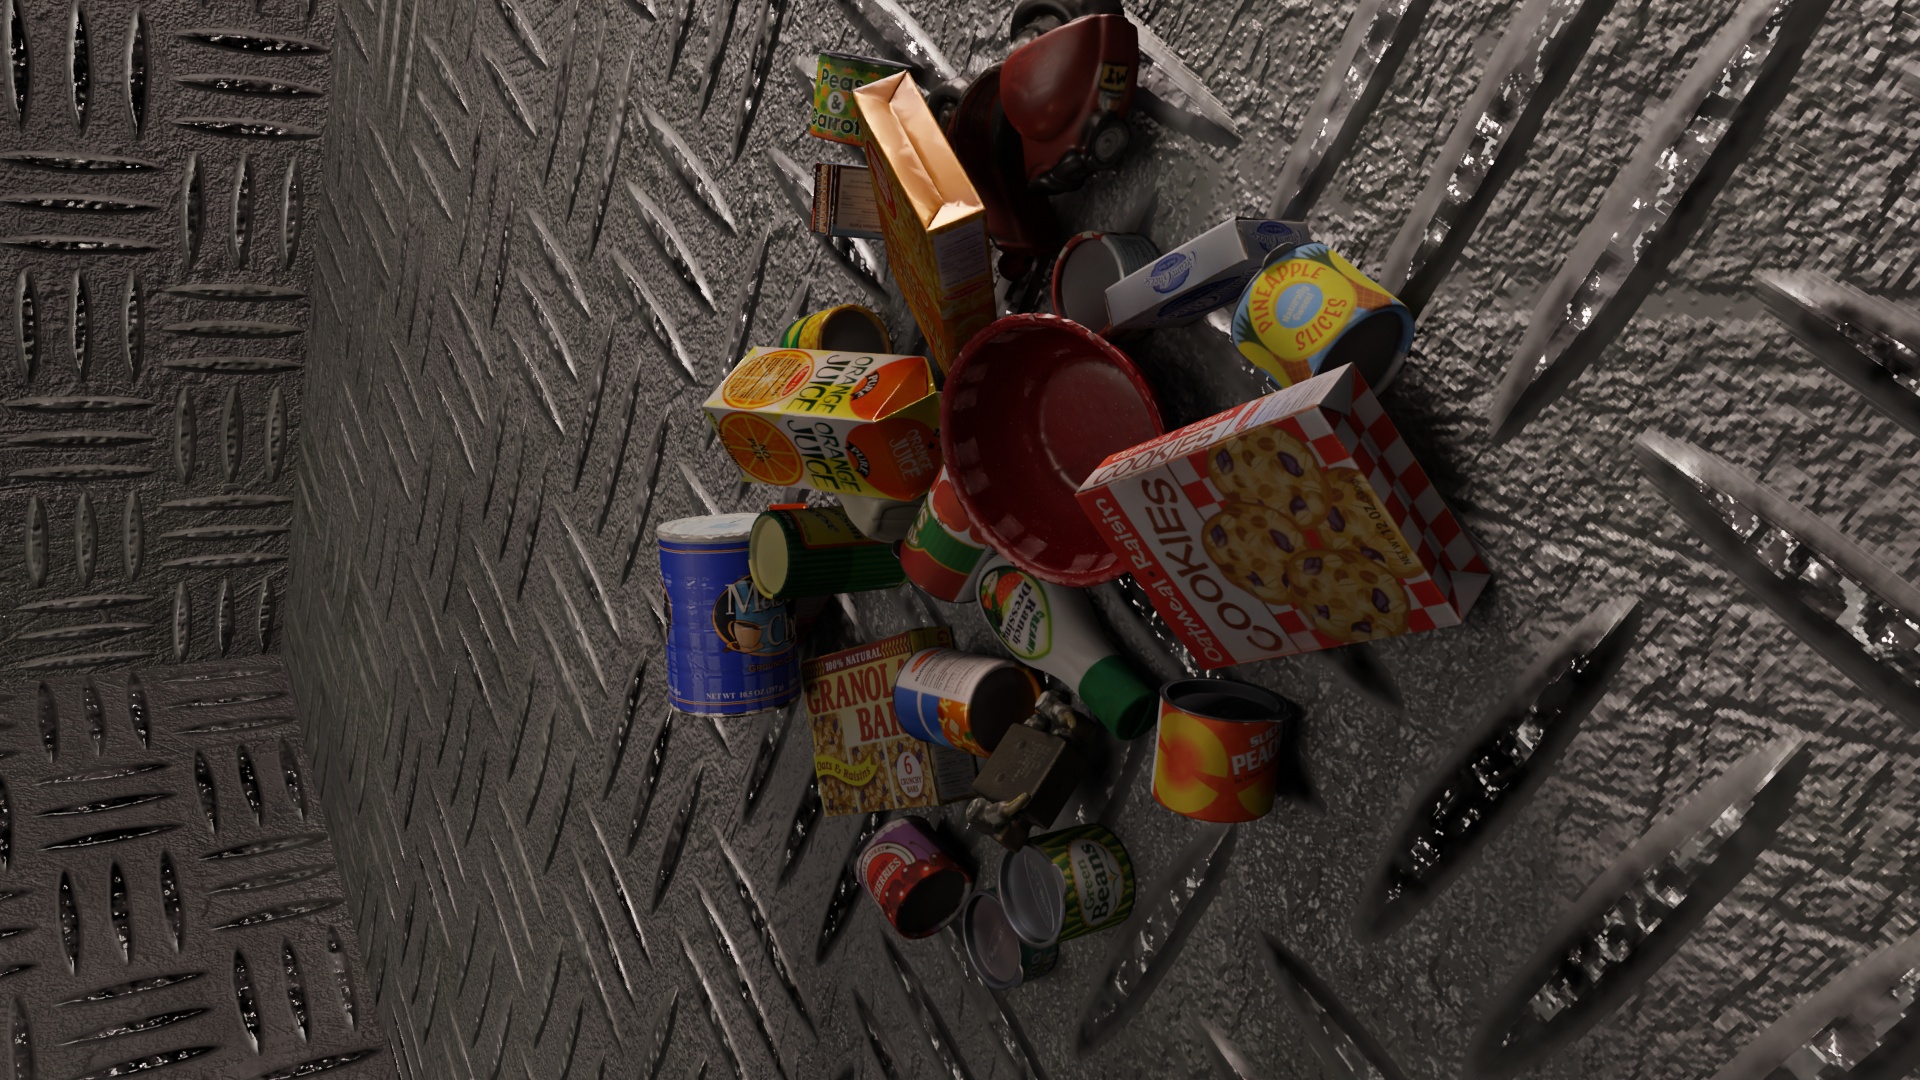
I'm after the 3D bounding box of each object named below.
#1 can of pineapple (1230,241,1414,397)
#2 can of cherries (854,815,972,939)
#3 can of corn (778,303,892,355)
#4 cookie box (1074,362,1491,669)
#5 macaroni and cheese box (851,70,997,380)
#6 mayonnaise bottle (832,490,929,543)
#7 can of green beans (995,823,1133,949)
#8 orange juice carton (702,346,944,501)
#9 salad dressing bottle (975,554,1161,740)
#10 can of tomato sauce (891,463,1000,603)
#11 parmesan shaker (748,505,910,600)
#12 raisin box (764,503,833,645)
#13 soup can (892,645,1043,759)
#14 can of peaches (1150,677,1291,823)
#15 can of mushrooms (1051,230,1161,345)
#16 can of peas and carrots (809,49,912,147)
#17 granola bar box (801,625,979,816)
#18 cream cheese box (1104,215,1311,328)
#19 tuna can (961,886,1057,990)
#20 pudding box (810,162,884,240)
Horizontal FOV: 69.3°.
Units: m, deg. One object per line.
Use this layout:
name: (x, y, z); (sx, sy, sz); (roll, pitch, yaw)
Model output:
can of pineapple: (0.172, -0.100, 0.662); (0.058, 0.071, 0.070); (51, 132, 37)
can of cherries: (-0.035, 0.240, 0.987); (0.058, 0.072, 0.071); (42, 126, 44)
can of corn: (-0.092, -0.141, 1.032); (0.058, 0.071, 0.071); (-4, 90, 54)
cookie box: (0.150, -0.003, 0.678); (0.123, 0.040, 0.167); (53, 145, -13)
macaroni and cheese box: (-0.017, -0.188, 0.872); (0.165, 0.040, 0.124); (78, 168, -62)
mayonnaise bottle: (-0.073, -0.049, 1.020); (0.148, 0.065, 0.041); (45, 126, 47)
can of green beans: (0.064, 0.212, 0.856); (0.071, 0.058, 0.071); (9, 101, 54)
orange juice carton: (-0.074, -0.081, 0.955); (0.192, 0.073, 0.071); (8, 137, 31)
salad dressing bottle: (0.066, 0.062, 0.850); (0.148, 0.044, 0.064); (46, 124, 42)
can of tomato sauce: (0.003, -0.011, 0.908); (0.071, 0.071, 0.082); (58, 136, 32)
parmesan shaker: (-0.094, 0.008, 1.016); (0.071, 0.103, 0.071); (9, 101, 54)
raisin box: (-0.153, 0.039, 1.158); (0.122, 0.040, 0.086); (-53, 53, 44)
soup can: (0.006, 0.109, 0.922); (0.083, 0.071, 0.071); (4, 97, 54)
can of peaches: (0.138, 0.111, 0.736); (0.071, 0.071, 0.058); (21, 111, 52)
can of mushrooms: (0.084, -0.146, 0.811); (0.071, 0.033, 0.071); (10, 102, 53)
can of peas and carrots: (-0.072, -0.310, 0.979); (0.071, 0.071, 0.058); (34, 121, 47)
granola bar box: (-0.057, 0.138, 1.035); (0.165, 0.039, 0.124); (-21, 76, 53)
cream cheese box: (0.129, -0.139, 0.731); (0.103, 0.053, 0.024); (-21, 79, 53)
tuna can: (0.034, 0.265, 0.927); (0.071, 0.033, 0.071); (9, 101, 54)
pudding box: (-0.059, -0.233, 0.959); (0.030, 0.084, 0.049); (26, 115, 53)
